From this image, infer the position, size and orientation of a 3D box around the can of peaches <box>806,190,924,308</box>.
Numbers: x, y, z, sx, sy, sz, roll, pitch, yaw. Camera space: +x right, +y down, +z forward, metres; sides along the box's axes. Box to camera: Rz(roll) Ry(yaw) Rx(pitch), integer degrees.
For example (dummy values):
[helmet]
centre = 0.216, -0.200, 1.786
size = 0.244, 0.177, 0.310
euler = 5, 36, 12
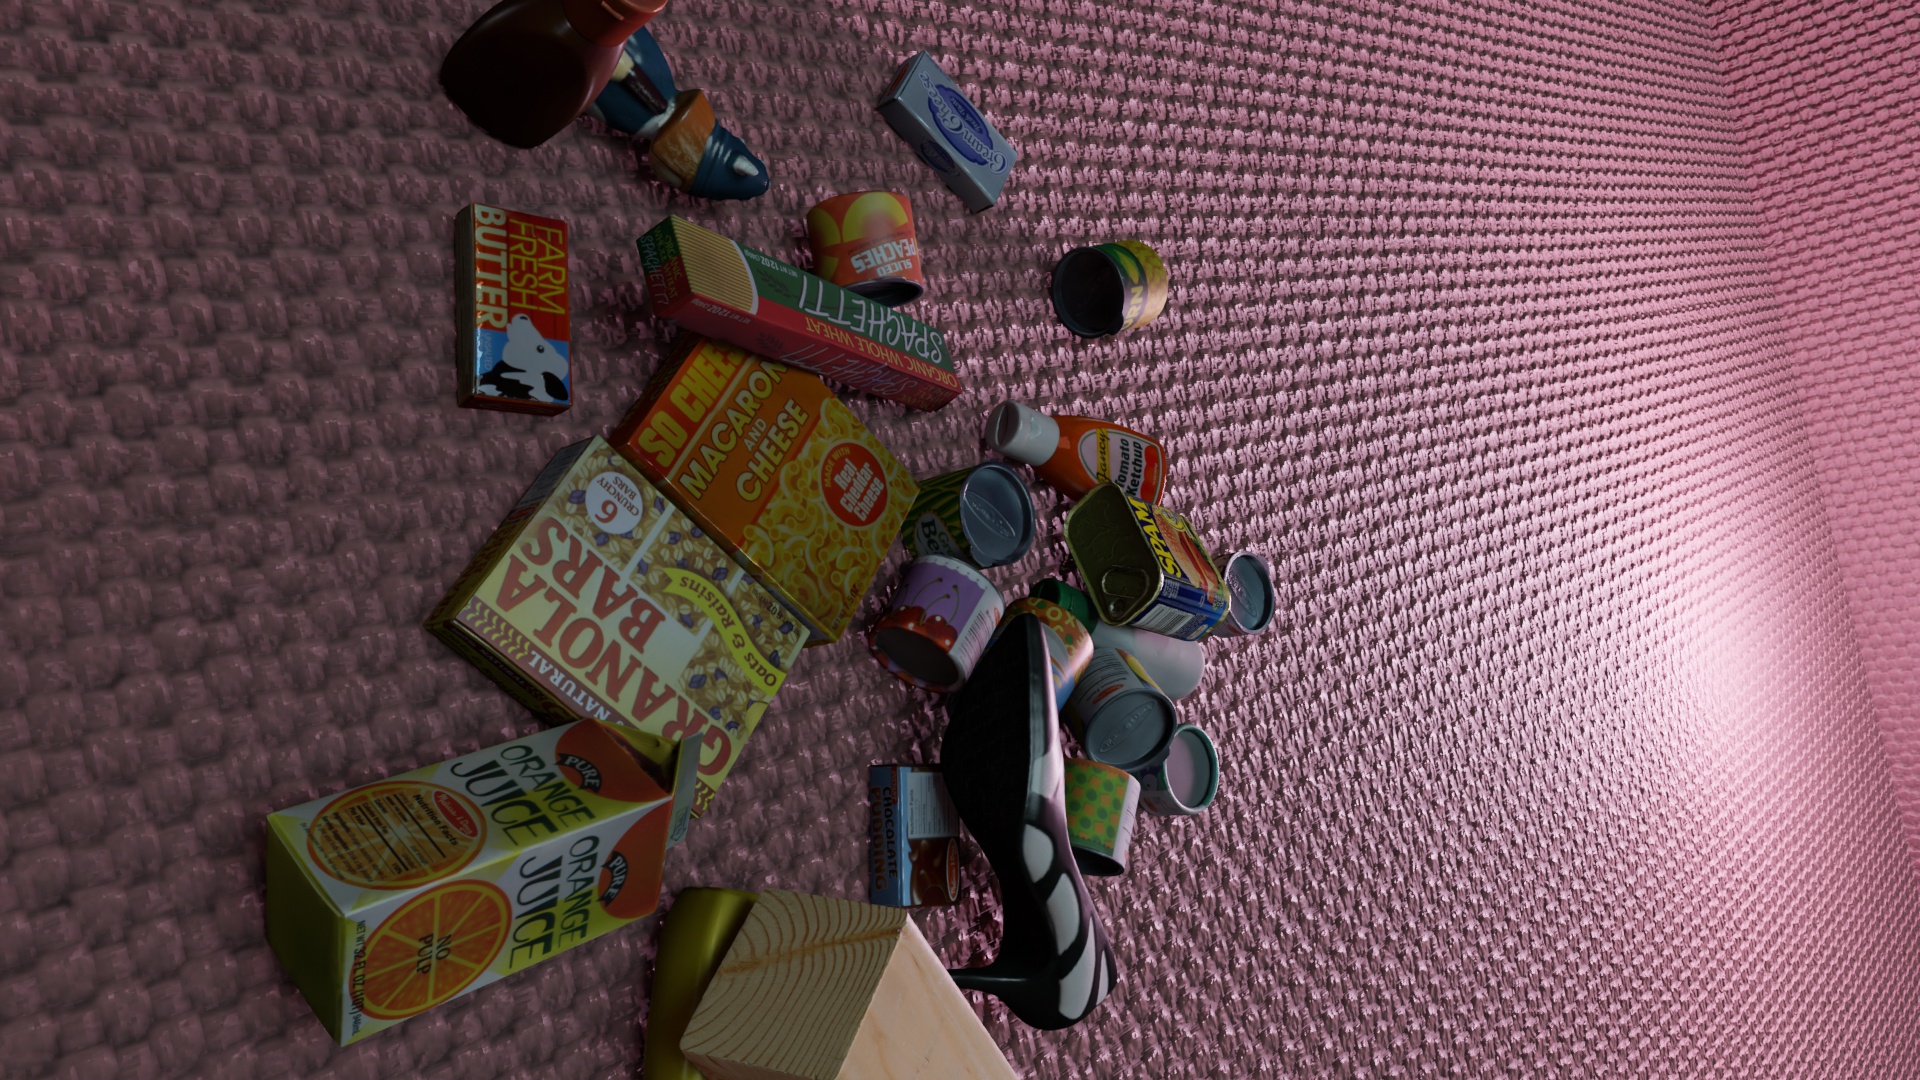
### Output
[can of peaches]
centre = -0.058, -0.177, 0.852
size = 0.071, 0.071, 0.058
euler = -3, 81, -44

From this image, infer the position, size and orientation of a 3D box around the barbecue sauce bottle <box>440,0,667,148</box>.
[barbecue sauce bottle]
centre = -0.196, -0.245, 0.681
size = 0.065, 0.148, 0.044
euler = 36, 59, -32

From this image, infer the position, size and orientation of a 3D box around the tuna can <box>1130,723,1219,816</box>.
[tuna can]
centre = 0.155, 0.163, 1.001
size = 0.071, 0.032, 0.071
euler = 11, 74, -42

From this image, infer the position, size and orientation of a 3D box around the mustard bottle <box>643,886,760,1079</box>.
[mustard bottle]
centre = -0.129, 0.258, 0.697
size = 0.065, 0.048, 0.161
euler = 29, 62, -44

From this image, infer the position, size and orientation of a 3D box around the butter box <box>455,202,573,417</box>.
[butter box]
centre = -0.228, -0.117, 0.708
size = 0.053, 0.024, 0.103
euler = 4, 77, -42

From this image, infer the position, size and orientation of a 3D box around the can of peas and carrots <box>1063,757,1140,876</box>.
[can of peas and carrots]
centre = 0.077, 0.179, 0.902
size = 0.071, 0.071, 0.059
euler = 35, 58, -33

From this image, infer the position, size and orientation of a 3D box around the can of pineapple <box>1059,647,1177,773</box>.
[can of pineapple]
centre = 0.103, 0.114, 0.928
size = 0.071, 0.058, 0.070
euler = -8, 117, -15

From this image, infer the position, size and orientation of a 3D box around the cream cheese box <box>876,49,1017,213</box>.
[cream cheese box]
centre = -0.007, -0.281, 0.956
size = 0.103, 0.024, 0.053
euler = 42, 55, -29

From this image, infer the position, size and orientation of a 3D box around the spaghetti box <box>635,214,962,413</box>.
[spaghetti box]
centre = -0.082, -0.123, 0.800
size = 0.250, 0.028, 0.050
euler = 12, 55, -56

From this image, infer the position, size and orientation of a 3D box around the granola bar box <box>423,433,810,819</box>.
[granola bar box]
centre = -0.169, 0.046, 0.716
size = 0.165, 0.039, 0.125
euler = 46, 53, -26

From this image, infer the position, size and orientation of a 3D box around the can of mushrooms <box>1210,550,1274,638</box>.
[can of mushrooms]
centre = 0.214, 0.041, 1.085
size = 0.071, 0.033, 0.071
euler = 12, 72, -41

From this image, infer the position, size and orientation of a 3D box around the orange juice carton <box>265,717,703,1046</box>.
[orange juice carton]
centre = -0.199, 0.139, 0.624
size = 0.193, 0.073, 0.071
euler = -14, 128, -44

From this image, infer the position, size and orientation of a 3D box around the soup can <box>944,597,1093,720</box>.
[soup can]
centre = 0.039, 0.085, 0.883
size = 0.071, 0.071, 0.084
euler = 53, 49, -21

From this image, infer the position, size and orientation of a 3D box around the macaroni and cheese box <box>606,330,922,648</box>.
[macaroni and cheese box]
centre = -0.110, -0.037, 0.791
size = 0.166, 0.040, 0.124
euler = 46, 51, -27

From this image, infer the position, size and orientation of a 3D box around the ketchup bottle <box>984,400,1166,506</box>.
[ketchup bottle]
centre = 0.082, -0.059, 0.976
size = 0.149, 0.043, 0.065
euler = 18, 75, -39

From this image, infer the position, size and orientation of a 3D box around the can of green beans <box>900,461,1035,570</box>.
[can of green beans]
centre = 0.004, -0.013, 0.881
size = 0.071, 0.057, 0.071
euler = 12, 73, -42

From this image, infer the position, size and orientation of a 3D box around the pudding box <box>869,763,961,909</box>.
[pudding box]
centre = -0.027, 0.175, 0.827
size = 0.050, 0.030, 0.084
euler = 9, 74, -43

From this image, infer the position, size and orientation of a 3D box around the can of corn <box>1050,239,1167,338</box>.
[can of corn]
centre = 0.111, -0.183, 1.015
size = 0.058, 0.071, 0.071
euler = -20, 95, -45

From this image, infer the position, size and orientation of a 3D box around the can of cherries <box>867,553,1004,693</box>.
[can of cherries]
centre = -0.017, 0.050, 0.844
size = 0.071, 0.071, 0.059
euler = 48, 53, -25

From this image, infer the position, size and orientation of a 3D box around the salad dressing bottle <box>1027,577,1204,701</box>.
[salad dressing bottle]
centre = 0.108, 0.068, 0.973
size = 0.147, 0.044, 0.064
euler = 28, 63, -35
